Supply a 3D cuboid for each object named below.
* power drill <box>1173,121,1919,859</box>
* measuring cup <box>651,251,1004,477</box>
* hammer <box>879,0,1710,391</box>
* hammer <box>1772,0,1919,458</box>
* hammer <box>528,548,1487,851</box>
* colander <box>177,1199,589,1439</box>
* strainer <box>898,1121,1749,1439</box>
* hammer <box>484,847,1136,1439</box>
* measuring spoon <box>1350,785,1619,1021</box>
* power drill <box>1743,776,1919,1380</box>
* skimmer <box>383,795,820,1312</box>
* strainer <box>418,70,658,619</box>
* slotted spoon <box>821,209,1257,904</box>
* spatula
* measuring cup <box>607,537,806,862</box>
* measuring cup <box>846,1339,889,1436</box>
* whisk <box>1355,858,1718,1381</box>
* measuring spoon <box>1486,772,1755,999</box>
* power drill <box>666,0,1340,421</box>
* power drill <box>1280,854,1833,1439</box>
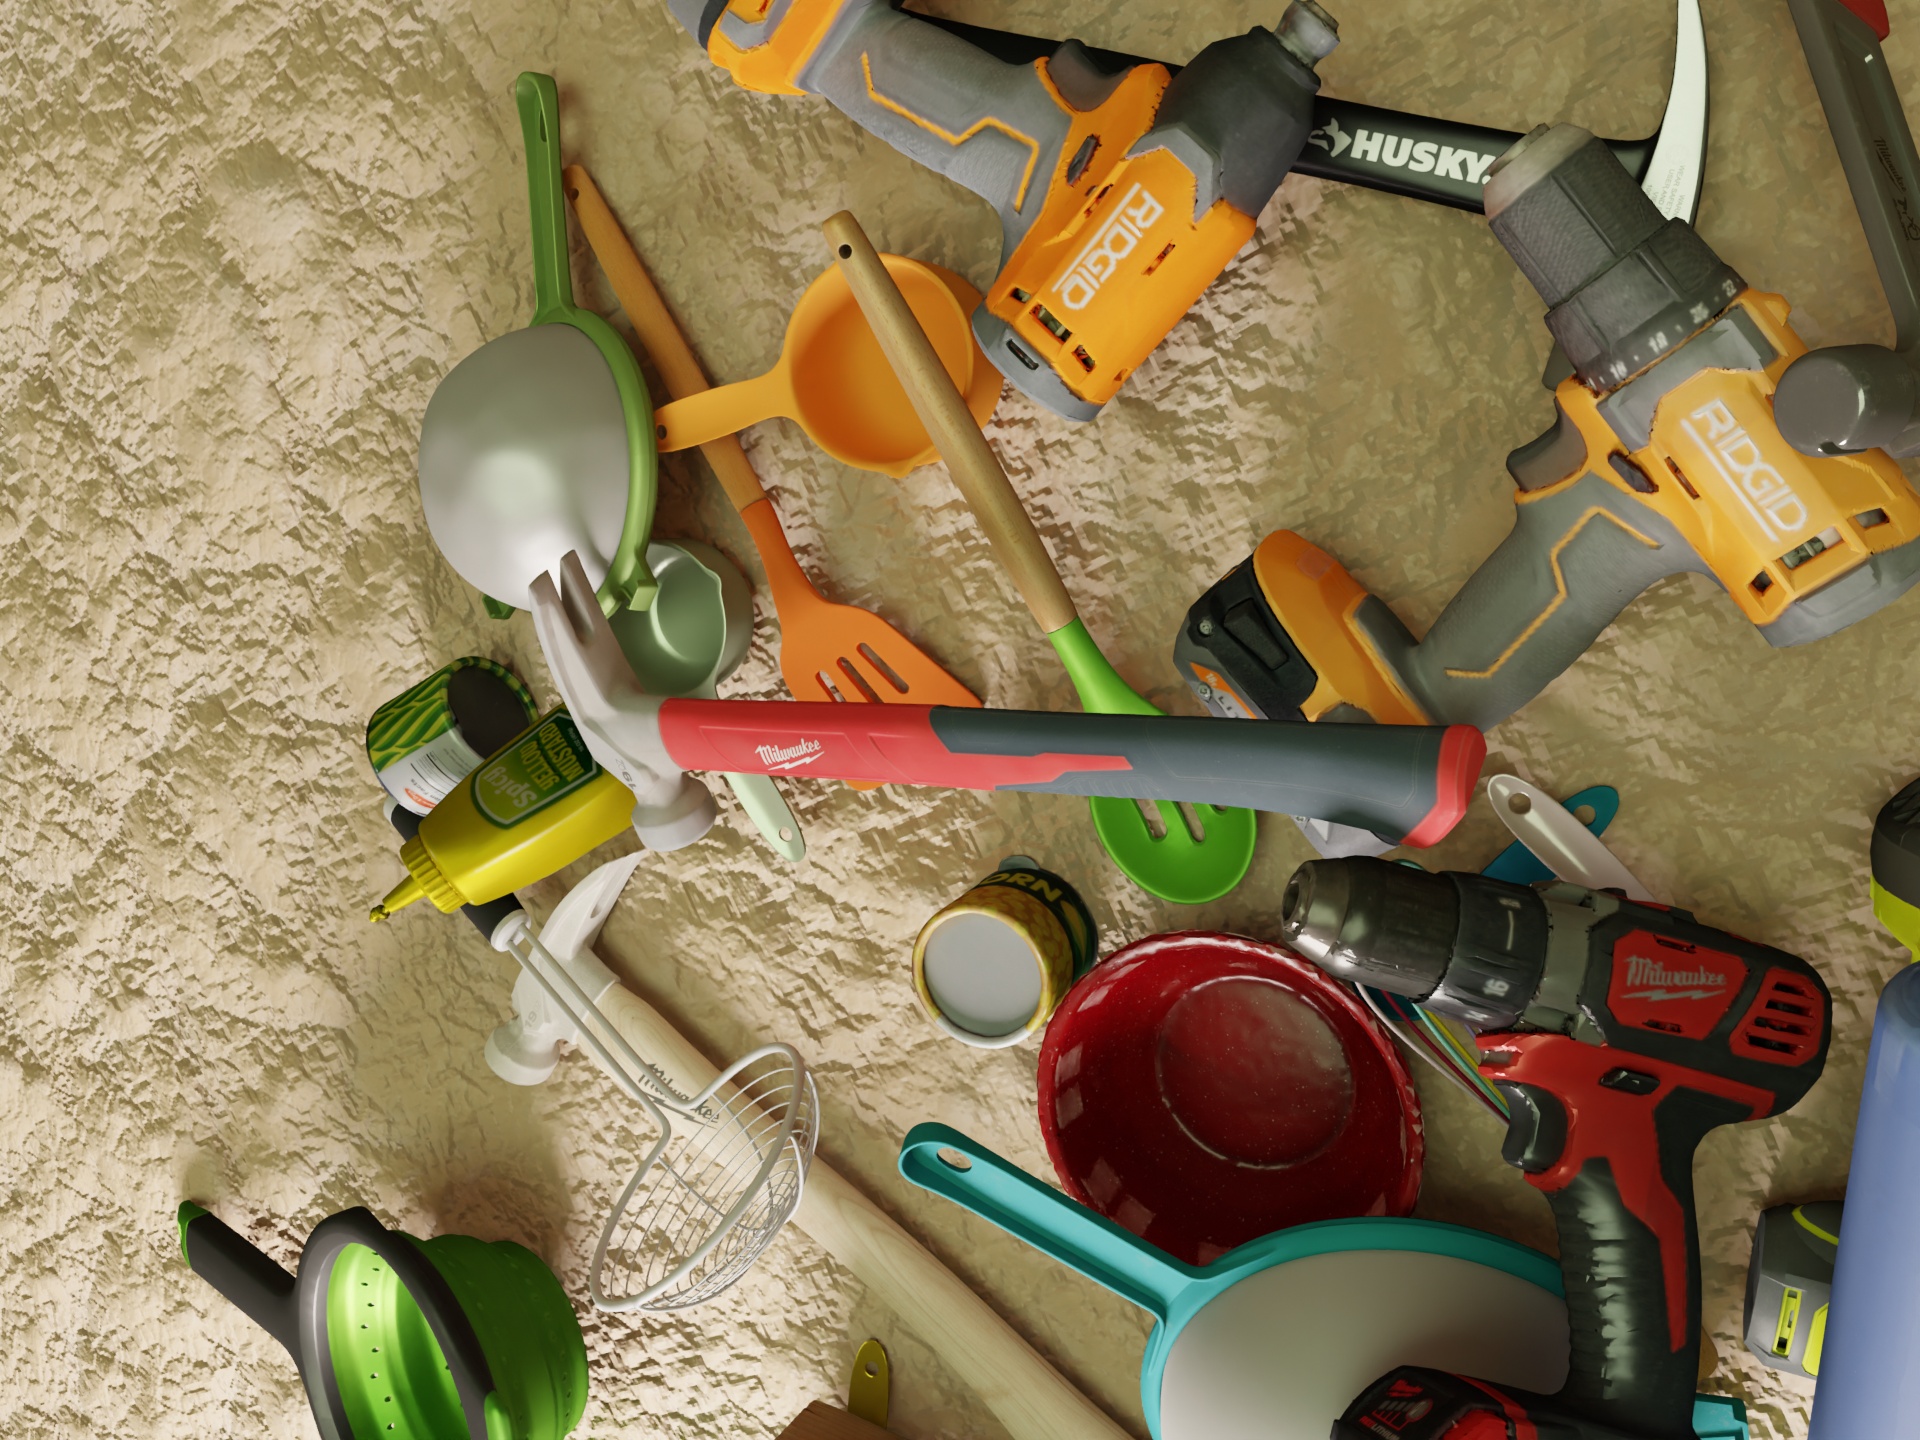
[{"bbox_3d":[0.181,-0.071,0.554,0.226,0.084,0.185,-37,91,34],"label":"power drill"},{"bbox_3d":[-0.061,-0.144,0.692,0.173,0.052,0.095,-10,96,28],"label":"measuring cup"},{"bbox_3d":[0.108,-0.232,0.603,0.335,0.035,0.146,20,109,21],"label":"hammer"},{"bbox_3d":[0.267,-0.257,0.498,0.036,0.149,0.359,-28,75,64],"label":"hammer"},{"bbox_3d":[-0.001,-0.002,0.609,0.386,0.038,0.143,2,126,32],"label":"hammer"},{"bbox_3d":[-0.325,0.337,0.904,0.397,0.094,0.204,9,105,42],"label":"colander"},{"bbox_3d":[0.117,0.269,0.608,0.340,0.095,0.211,31,119,-5],"label":"strainer"},{"bbox_3d":[-0.057,0.235,0.775,0.411,0.038,0.146,38,112,14],"label":"hammer"},{"bbox_3d":[0.208,0.069,0.631,0.042,0.021,0.128,46,106,2],"label":"measuring spoon"},{"bbox_3d":[0.374,0.139,0.533,0.171,0.080,0.223,10,108,24],"label":"power drill"},{"bbox_3d":[-0.193,0.122,0.734,0.127,0.090,0.364,-49,56,-6],"label":"skimmer"},{"bbox_3d":[-0.207,-0.167,0.722,0.151,0.069,0.256,2,96,48],"label":"strainer"},{"bbox_3d":[0.030,-0.062,0.642,0.070,0.031,0.313,-25,104,26],"label":"slotted spoon"},{"bbox_3d":[-0.102,-0.118,0.733,0.081,0.041,0.323,-33,82,26],"label":"spatula"},{"bbox_3d":[-0.110,-0.010,0.750,0.083,0.038,0.167,-31,88,27],"label":"measuring cup"},{"bbox_3d":[-0.045,0.390,0.812,0.062,0.029,0.156,4,90,20],"label":"measuring cup"},{"bbox_3d":[0.221,0.154,0.616,0.047,0.051,0.245,-30,97,39],"label":"whisk"},{"bbox_3d":[0.249,0.064,0.604,0.124,0.018,0.034,45,106,10],"label":"measuring spoon"},{"bbox_3d":[0.018,-0.244,0.582,0.226,0.084,0.164,46,116,5],"label":"power drill"},{"bbox_3d":[0.183,0.161,0.532,0.188,0.080,0.227,16,78,-5],"label":"power drill"}]
